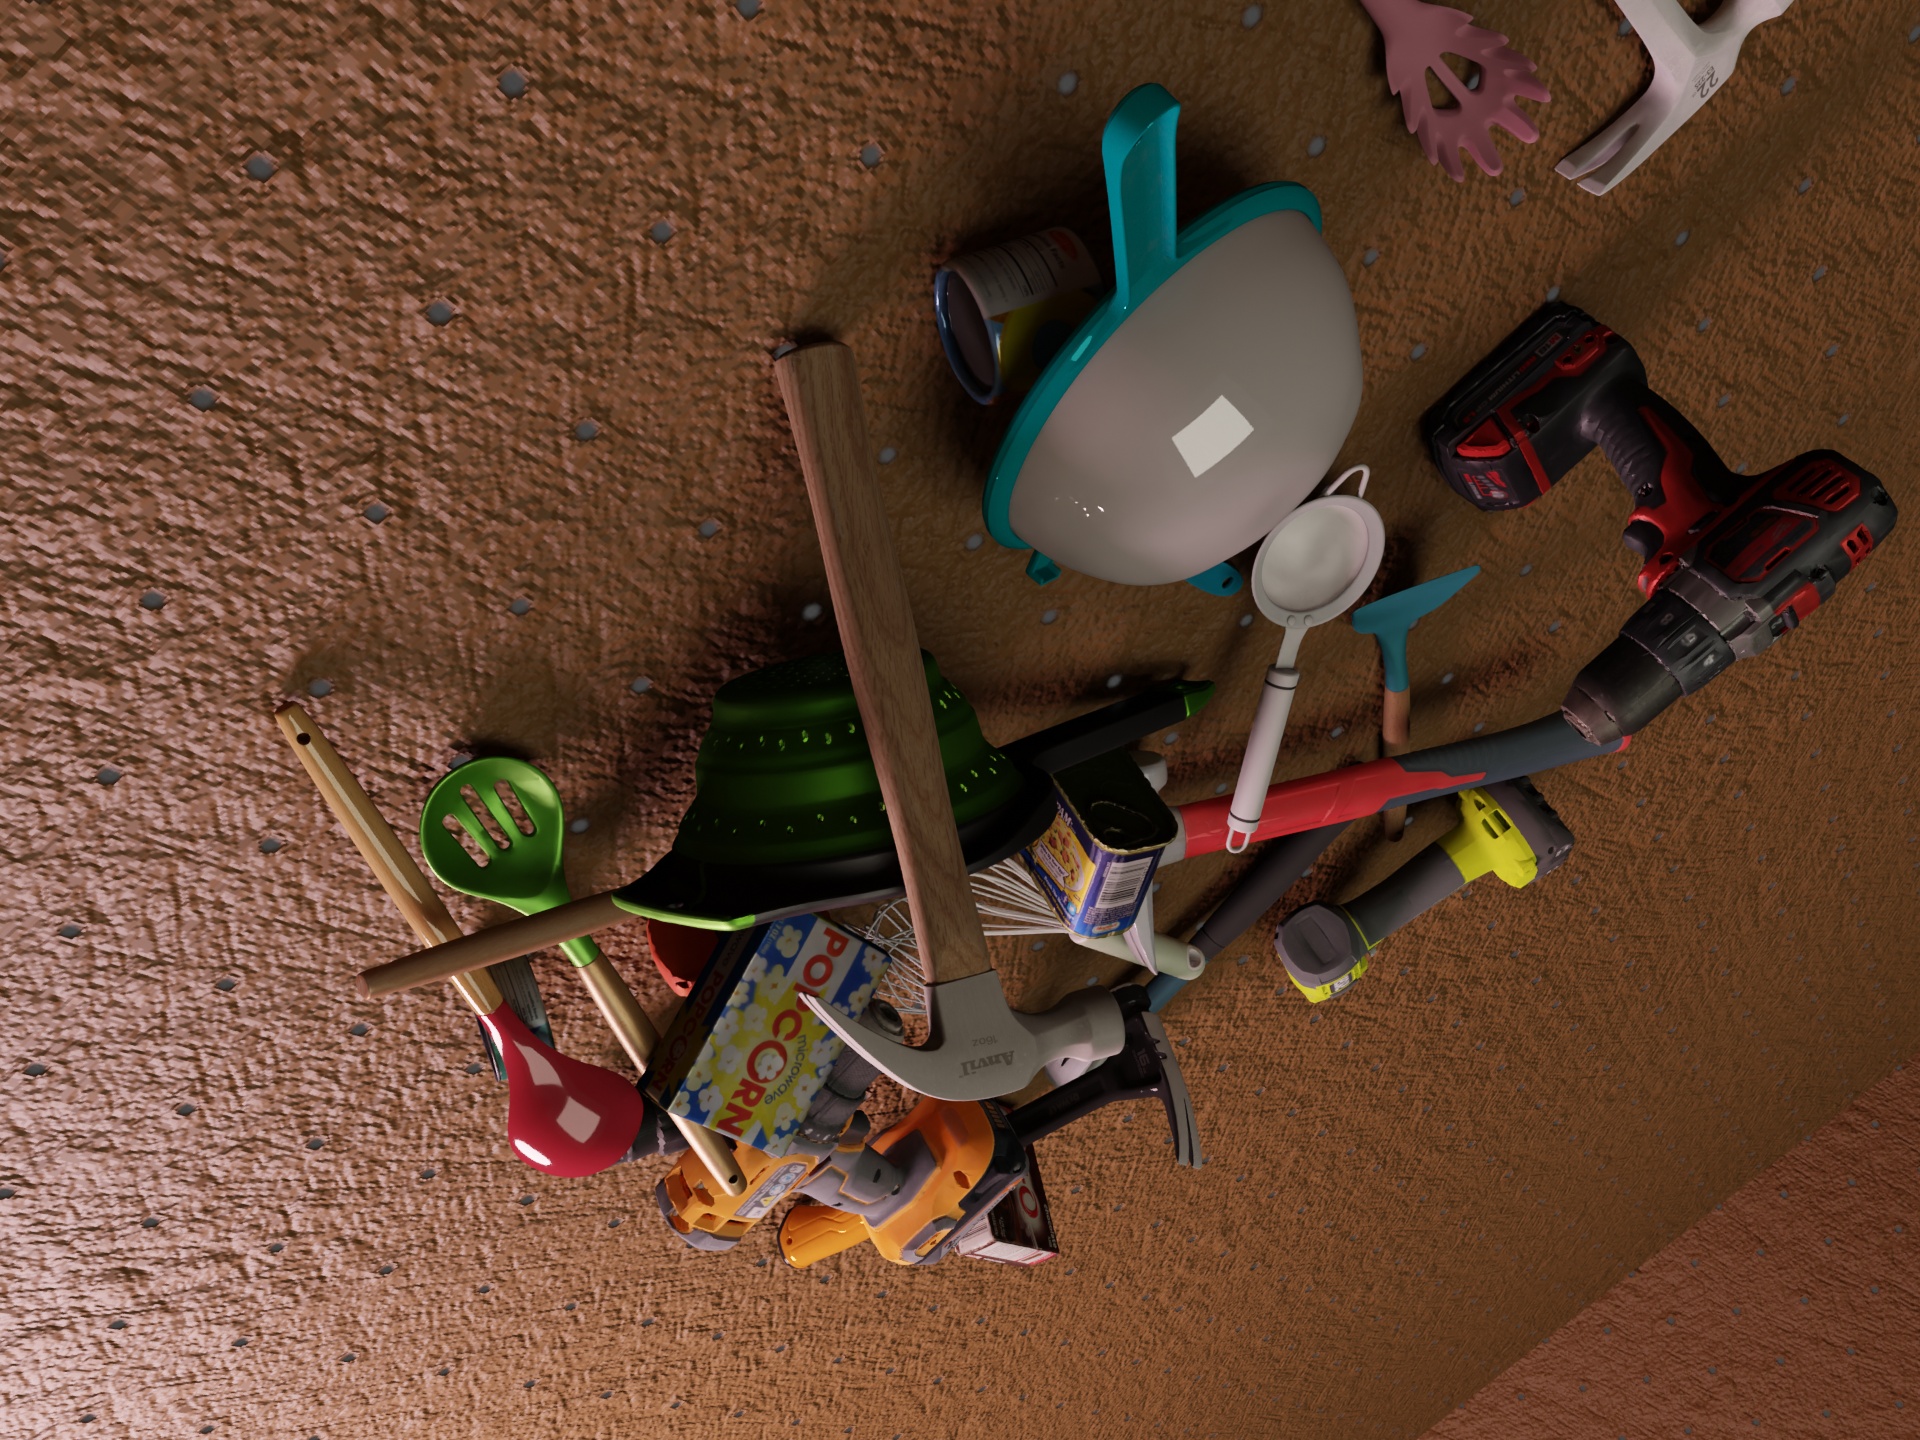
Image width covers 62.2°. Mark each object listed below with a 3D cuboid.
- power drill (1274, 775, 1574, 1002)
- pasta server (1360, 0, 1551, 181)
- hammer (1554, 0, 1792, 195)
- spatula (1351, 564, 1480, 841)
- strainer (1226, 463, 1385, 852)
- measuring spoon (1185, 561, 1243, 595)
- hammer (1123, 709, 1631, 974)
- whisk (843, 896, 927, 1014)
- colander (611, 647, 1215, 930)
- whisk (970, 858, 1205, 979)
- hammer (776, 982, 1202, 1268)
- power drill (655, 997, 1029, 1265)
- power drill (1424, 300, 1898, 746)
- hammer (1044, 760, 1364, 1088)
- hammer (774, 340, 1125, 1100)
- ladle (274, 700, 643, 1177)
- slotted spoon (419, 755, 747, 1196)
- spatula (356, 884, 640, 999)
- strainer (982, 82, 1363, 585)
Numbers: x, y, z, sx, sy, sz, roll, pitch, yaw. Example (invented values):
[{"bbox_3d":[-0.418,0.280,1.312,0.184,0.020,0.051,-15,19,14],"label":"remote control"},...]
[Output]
[{"bbox_3d":[0.343,0.133,1.208,0.223,0.080,0.171,-34,158,4],"label":"power drill"},{"bbox_3d":[0.159,-0.330,0.673,0.060,0.040,0.316,-42,140,24],"label":"pasta server"},{"bbox_3d":[0.247,-0.375,0.691,0.405,0.035,0.144,19,116,-44],"label":"hammer"},{"bbox_3d":[0.301,0.000,1.084,0.082,0.044,0.317,-20,140,-1],"label":"spatula"},{"bbox_3d":[0.191,-0.035,0.945,0.086,0.050,0.258,0,115,-24],"label":"strainer"},{"bbox_3d":[0.124,-0.094,0.899,0.042,0.021,0.128,-50,147,17],"label":"measuring spoon"},{"bbox_3d":[0.278,0.058,1.056,0.386,0.038,0.143,-11,107,-17],"label":"hammer"},{"bbox_3d":[0.001,0.184,1.052,0.070,0.070,0.284,-38,145,3],"label":"whisk"},{"bbox_3d":[-0.001,-0.003,0.836,0.397,0.204,0.094,-20,105,-41],"label":"colander"},{"bbox_3d":[0.072,0.131,1.030,0.246,0.058,0.059,23,151,-35],"label":"whisk"},{"bbox_3d":[0.008,0.311,1.105,0.337,0.127,0.034,-32,147,21],"label":"hammer"},{"bbox_3d":[-0.053,0.258,0.994,0.185,0.084,0.226,-48,138,14],"label":"power drill"},{"bbox_3d":[0.356,-0.108,0.875,0.188,0.227,0.080,-43,139,9],"label":"power drill"},{"bbox_3d":[0.184,0.157,1.153,0.331,0.033,0.128,-47,153,10],"label":"hammer"},{"bbox_3d":[-0.029,-0.001,0.684,0.130,0.331,0.031,-12,175,-19],"label":"hammer"},{"bbox_3d":[-0.241,0.119,0.773,0.069,0.031,0.315,-30,120,-10],"label":"ladle"},{"bbox_3d":[-0.185,0.143,0.831,0.070,0.031,0.313,-36,120,-18],"label":"slotted spoon"},{"bbox_3d":[-0.153,0.088,0.808,0.316,0.018,0.060,-15,175,-43],"label":"spatula"},{"bbox_3d":[0.107,-0.143,0.667,0.211,0.095,0.340,-43,167,-1],"label":"strainer"}]
